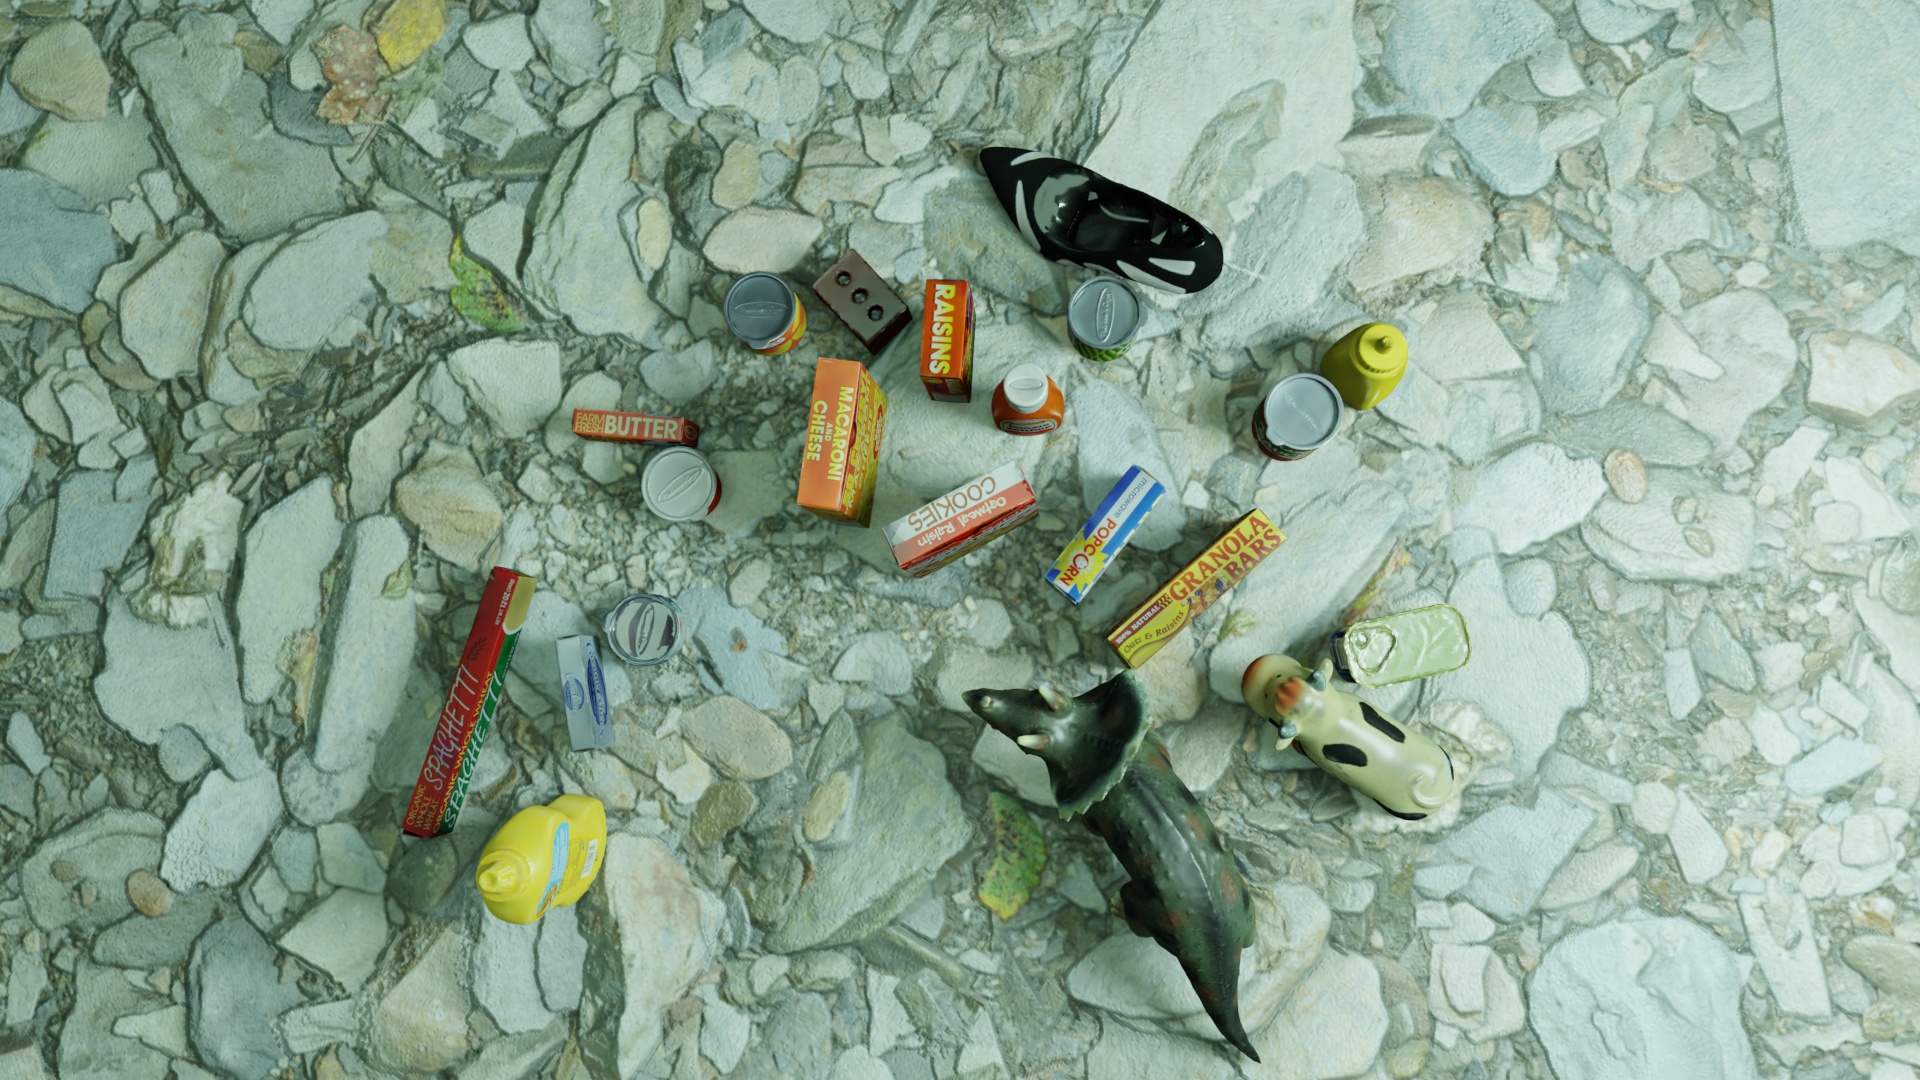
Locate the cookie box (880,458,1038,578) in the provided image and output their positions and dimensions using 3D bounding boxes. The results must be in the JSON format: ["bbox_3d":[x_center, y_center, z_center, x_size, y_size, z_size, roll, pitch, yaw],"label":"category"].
[{"bbox_3d":[0.004,-0.015,1.180,0.123,0.167,0.040,-28,84,1],"label":"cookie box"}]

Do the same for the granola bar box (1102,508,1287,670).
[{"bbox_3d":[0.195,0.043,1.184,0.165,0.124,0.039,-41,84,0],"label":"granola bar box"}]

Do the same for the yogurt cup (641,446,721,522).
[{"bbox_3d":[-0.249,-0.048,1.257,0.072,0.054,0.072,0,85,4],"label":"yogurt cup"}]

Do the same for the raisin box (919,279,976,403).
[{"bbox_3d":[-0.010,-0.172,1.217,0.040,0.123,0.086,4,86,4],"label":"raisin box"}]

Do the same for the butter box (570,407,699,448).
[{"bbox_3d":[-0.296,-0.101,1.265,0.103,0.053,0.024,5,86,4],"label":"butter box"}]

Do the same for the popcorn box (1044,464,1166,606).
[{"bbox_3d":[0.126,-0.003,1.213,0.038,0.085,0.126,38,89,6],"label":"popcorn box"}]

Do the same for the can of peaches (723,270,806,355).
[{"bbox_3d":[-0.177,-0.203,1.264,0.071,0.058,0.071,0,85,4],"label":"can of peaches"}]

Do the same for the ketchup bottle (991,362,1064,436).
[{"bbox_3d":[0.057,-0.122,1.196,0.065,0.148,0.043,-2,86,4],"label":"ketchup bottle"}]

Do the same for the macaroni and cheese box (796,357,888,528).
[{"bbox_3d":[-0.098,-0.080,1.193,0.040,0.166,0.123,8,86,5],"label":"macaroni and cheese box"}]

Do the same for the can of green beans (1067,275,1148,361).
[{"bbox_3d":[0.128,-0.197,1.243,0.071,0.058,0.071,0,85,4],"label":"can of green beans"}]

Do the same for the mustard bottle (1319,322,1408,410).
[{"bbox_3d":[0.347,-0.152,1.173,0.049,0.160,0.065,-40,84,0],"label":"mustard bottle"}]

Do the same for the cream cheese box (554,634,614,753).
[{"bbox_3d":[-0.337,0.137,1.247,0.024,0.053,0.104,-11,85,3],"label":"cream cheese box"}]

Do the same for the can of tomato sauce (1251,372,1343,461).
[{"bbox_3d":[0.291,-0.104,1.212,0.071,0.083,0.071,0,85,4],"label":"can of tomato sauce"}]

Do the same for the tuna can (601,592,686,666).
[{"bbox_3d":[-0.286,0.080,1.259,0.071,0.033,0.071,0,85,4],"label":"tuna can"}]

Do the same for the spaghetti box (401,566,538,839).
[{"bbox_3d":[-0.442,0.146,1.254,0.029,0.050,0.250,18,86,5],"label":"spaghetti box"}]
